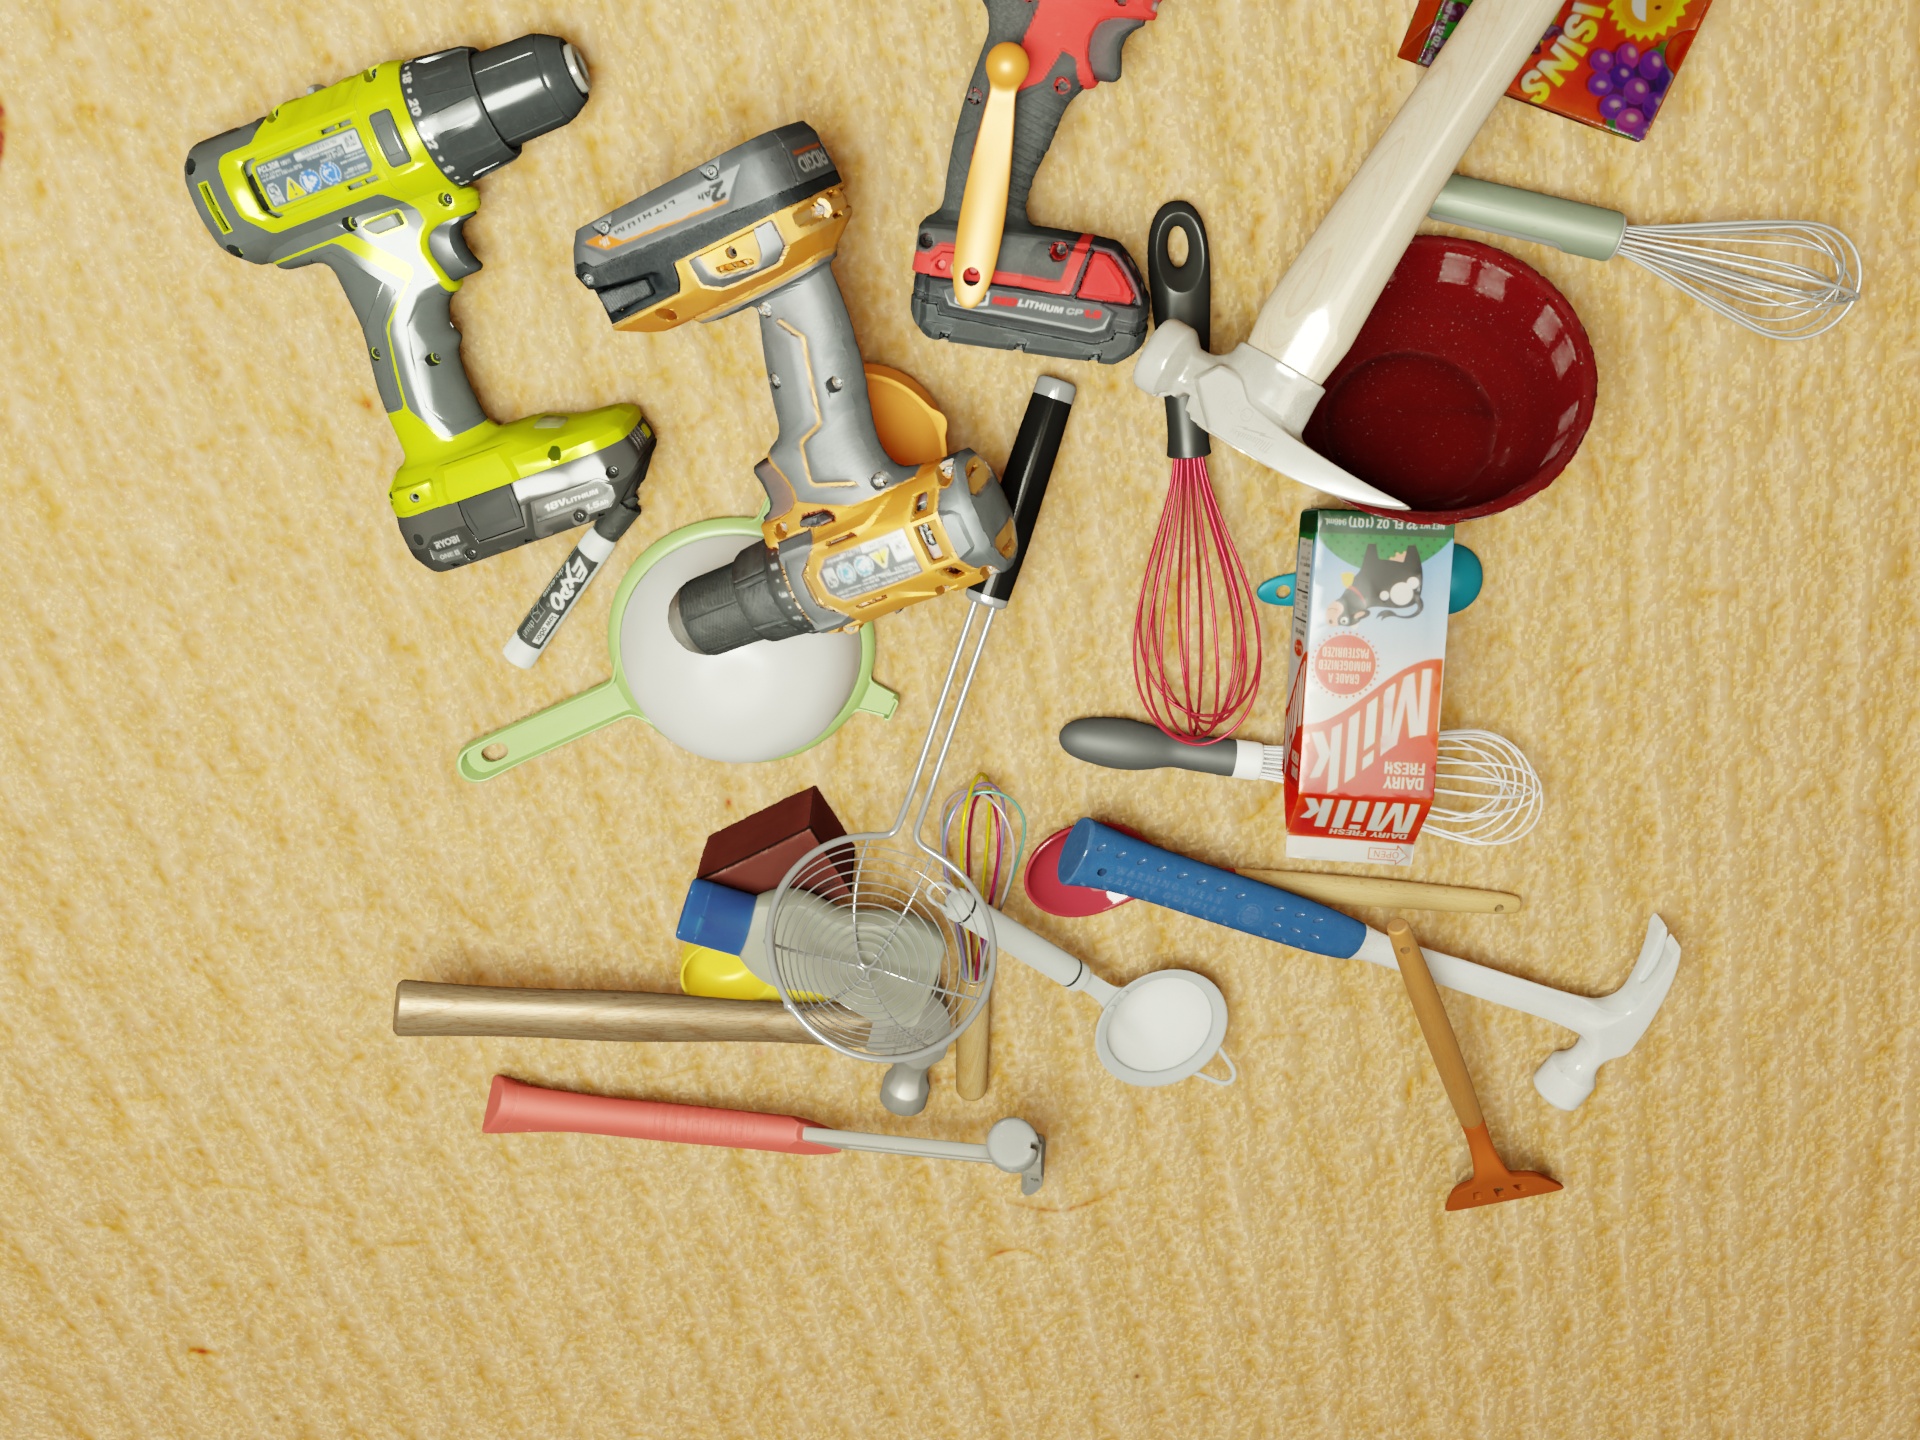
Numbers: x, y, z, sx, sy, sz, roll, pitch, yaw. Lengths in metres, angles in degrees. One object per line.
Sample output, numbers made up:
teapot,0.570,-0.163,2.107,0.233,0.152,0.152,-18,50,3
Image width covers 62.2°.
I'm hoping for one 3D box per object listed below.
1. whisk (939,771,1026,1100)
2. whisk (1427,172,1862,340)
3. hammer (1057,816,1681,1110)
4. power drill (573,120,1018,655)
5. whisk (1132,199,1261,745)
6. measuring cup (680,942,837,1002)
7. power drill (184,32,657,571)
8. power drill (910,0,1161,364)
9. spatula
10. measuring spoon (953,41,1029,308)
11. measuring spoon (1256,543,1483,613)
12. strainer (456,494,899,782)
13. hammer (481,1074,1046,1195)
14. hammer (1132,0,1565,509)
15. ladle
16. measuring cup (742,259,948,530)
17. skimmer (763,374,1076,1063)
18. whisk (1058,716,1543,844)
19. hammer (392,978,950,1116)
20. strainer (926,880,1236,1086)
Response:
whisk,0.011,0.138,0.980,0.051,0.047,0.244,-4,121,-8
whisk,0.337,-0.241,0.803,0.246,0.058,0.059,12,114,-3
hammer,0.251,0.132,0.965,0.405,0.035,0.144,19,118,-16
power drill,-0.097,-0.143,0.764,0.185,0.084,0.226,-19,109,23
whisk,0.122,-0.123,0.849,0.073,0.073,0.295,-6,110,1
measuring cup,-0.102,0.164,1.001,0.156,0.029,0.062,19,116,-24
power drill,-0.240,-0.206,0.782,0.190,0.080,0.228,-17,113,7
power drill,0.052,-0.287,0.747,0.143,0.079,0.219,9,112,4
spatula,0.313,0.229,1.001,0.081,0.041,0.322,-17,125,17
measuring spoon,0.012,-0.246,0.721,0.021,0.011,0.117,12,109,4
measuring spoon,0.232,-0.073,0.893,0.128,0.021,0.042,-4,116,-1
strainer,-0.171,-0.011,0.882,0.256,0.069,0.151,-23,115,7
hammer,-0.125,0.264,1.017,0.359,0.037,0.149,4,158,5
hammer,0.242,-0.294,0.706,0.146,0.038,0.410,34,106,13
ladle,0.193,0.100,0.975,0.315,0.031,0.069,6,119,-7
measuring cup,-0.068,-0.177,0.818,0.095,0.052,0.173,-25,107,11
skimmer,-0.001,-0.003,0.834,0.127,0.090,0.363,17,99,-9
whisk,0.198,0.028,0.925,0.284,0.070,0.070,7,116,-1
hammer,-0.166,0.178,0.957,0.331,0.031,0.130,6,121,-15
strainer,0.075,0.156,0.967,0.258,0.050,0.087,34,102,-30
